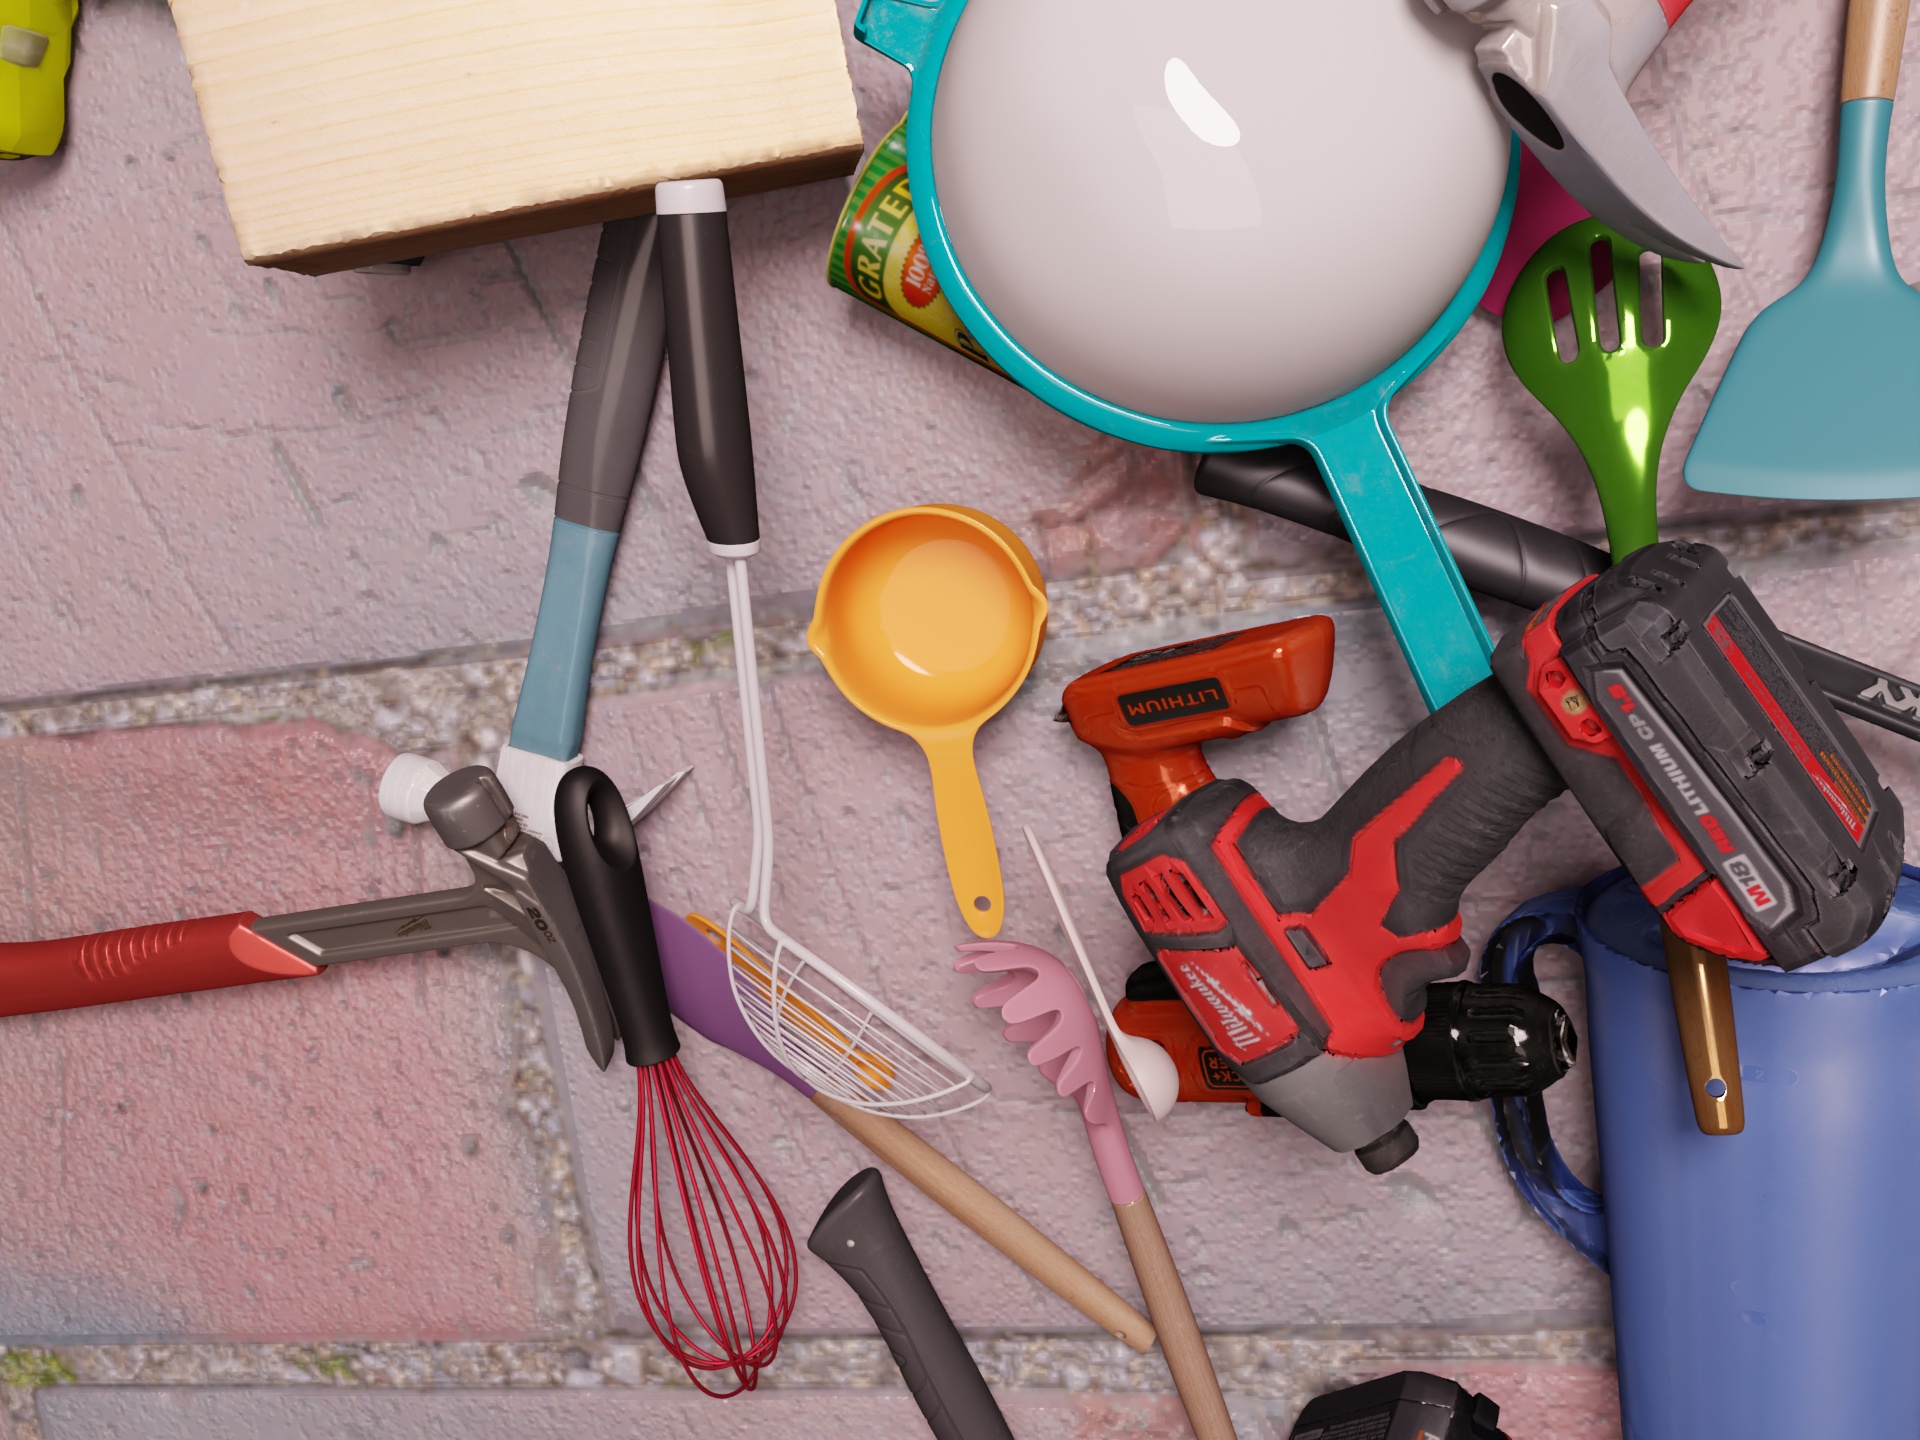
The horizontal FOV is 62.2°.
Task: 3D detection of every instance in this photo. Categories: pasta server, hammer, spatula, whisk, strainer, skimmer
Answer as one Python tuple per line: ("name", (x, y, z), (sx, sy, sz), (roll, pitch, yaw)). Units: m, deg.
("pasta server", (0.070, 0.221, 0.659), (0.040, 0.060, 0.316), (-25, 109, -14))
("hammer", (0.299, -0.319, 0.456), (0.143, 0.038, 0.386), (36, 96, -27))
("spatula", (0.298, -0.230, 0.516), (0.082, 0.044, 0.317), (8, 97, 36))
("whisk", (-0.126, 0.159, 0.679), (0.073, 0.073, 0.295), (-8, 105, 13))
("strainer", (0.113, -0.139, 0.505), (0.211, 0.095, 0.340), (-24, 88, -1))
("hammer", (-0.333, 0.112, 0.724), (0.359, 0.037, 0.149), (-10, 120, 17))
("hammer", (0.027, 0.351, 0.718), (0.146, 0.035, 0.334), (-25, 96, 16))
("hammer", (0.276, -0.020, 0.556), (0.409, 0.149, 0.036), (23, 147, 12))
("hammer", (-0.152, -0.095, 0.654), (0.128, 0.033, 0.331), (17, 105, 8))
("spatula", (-0.041, 0.175, 0.697), (0.316, 0.018, 0.059), (38, 131, 0))
("skimmer", (-0.051, -0.011, 0.590), (0.090, 0.127, 0.363), (-16, 113, -31))

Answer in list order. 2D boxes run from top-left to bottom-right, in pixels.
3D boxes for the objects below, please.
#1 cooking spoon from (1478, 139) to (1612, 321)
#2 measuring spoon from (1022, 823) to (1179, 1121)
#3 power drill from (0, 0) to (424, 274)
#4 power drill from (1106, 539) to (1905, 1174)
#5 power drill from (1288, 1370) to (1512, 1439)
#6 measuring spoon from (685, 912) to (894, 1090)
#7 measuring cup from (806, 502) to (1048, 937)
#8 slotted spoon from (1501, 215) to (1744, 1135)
("cooking spoon", (0.132, -0.280, 0.565), (0.069, 0.017, 0.319), (-35, 94, 9))
("measuring spoon", (0.055, 0.094, 0.613), (0.018, 0.034, 0.124), (-24, 85, -4))
("power drill", (-0.307, -0.276, 0.623), (0.228, 0.080, 0.190), (4, 103, 8))
("power drill", (0.158, 0.054, 0.495), (0.219, 0.078, 0.143), (-37, 84, 40))
("power drill", (0.247, 0.347, 0.616), (0.226, 0.084, 0.164), (31, 148, 4))
("measuring spoon", (-0.074, 0.121, 0.699), (0.117, 0.011, 0.021), (39, 137, 3))
("measuring cup", (-0.001, -0.002, 0.636), (0.095, 0.052, 0.173), (-8, 103, 13))
("slotted spoon", (0.227, -0.026, 0.520), (0.070, 0.031, 0.314), (-8, 77, 25))
